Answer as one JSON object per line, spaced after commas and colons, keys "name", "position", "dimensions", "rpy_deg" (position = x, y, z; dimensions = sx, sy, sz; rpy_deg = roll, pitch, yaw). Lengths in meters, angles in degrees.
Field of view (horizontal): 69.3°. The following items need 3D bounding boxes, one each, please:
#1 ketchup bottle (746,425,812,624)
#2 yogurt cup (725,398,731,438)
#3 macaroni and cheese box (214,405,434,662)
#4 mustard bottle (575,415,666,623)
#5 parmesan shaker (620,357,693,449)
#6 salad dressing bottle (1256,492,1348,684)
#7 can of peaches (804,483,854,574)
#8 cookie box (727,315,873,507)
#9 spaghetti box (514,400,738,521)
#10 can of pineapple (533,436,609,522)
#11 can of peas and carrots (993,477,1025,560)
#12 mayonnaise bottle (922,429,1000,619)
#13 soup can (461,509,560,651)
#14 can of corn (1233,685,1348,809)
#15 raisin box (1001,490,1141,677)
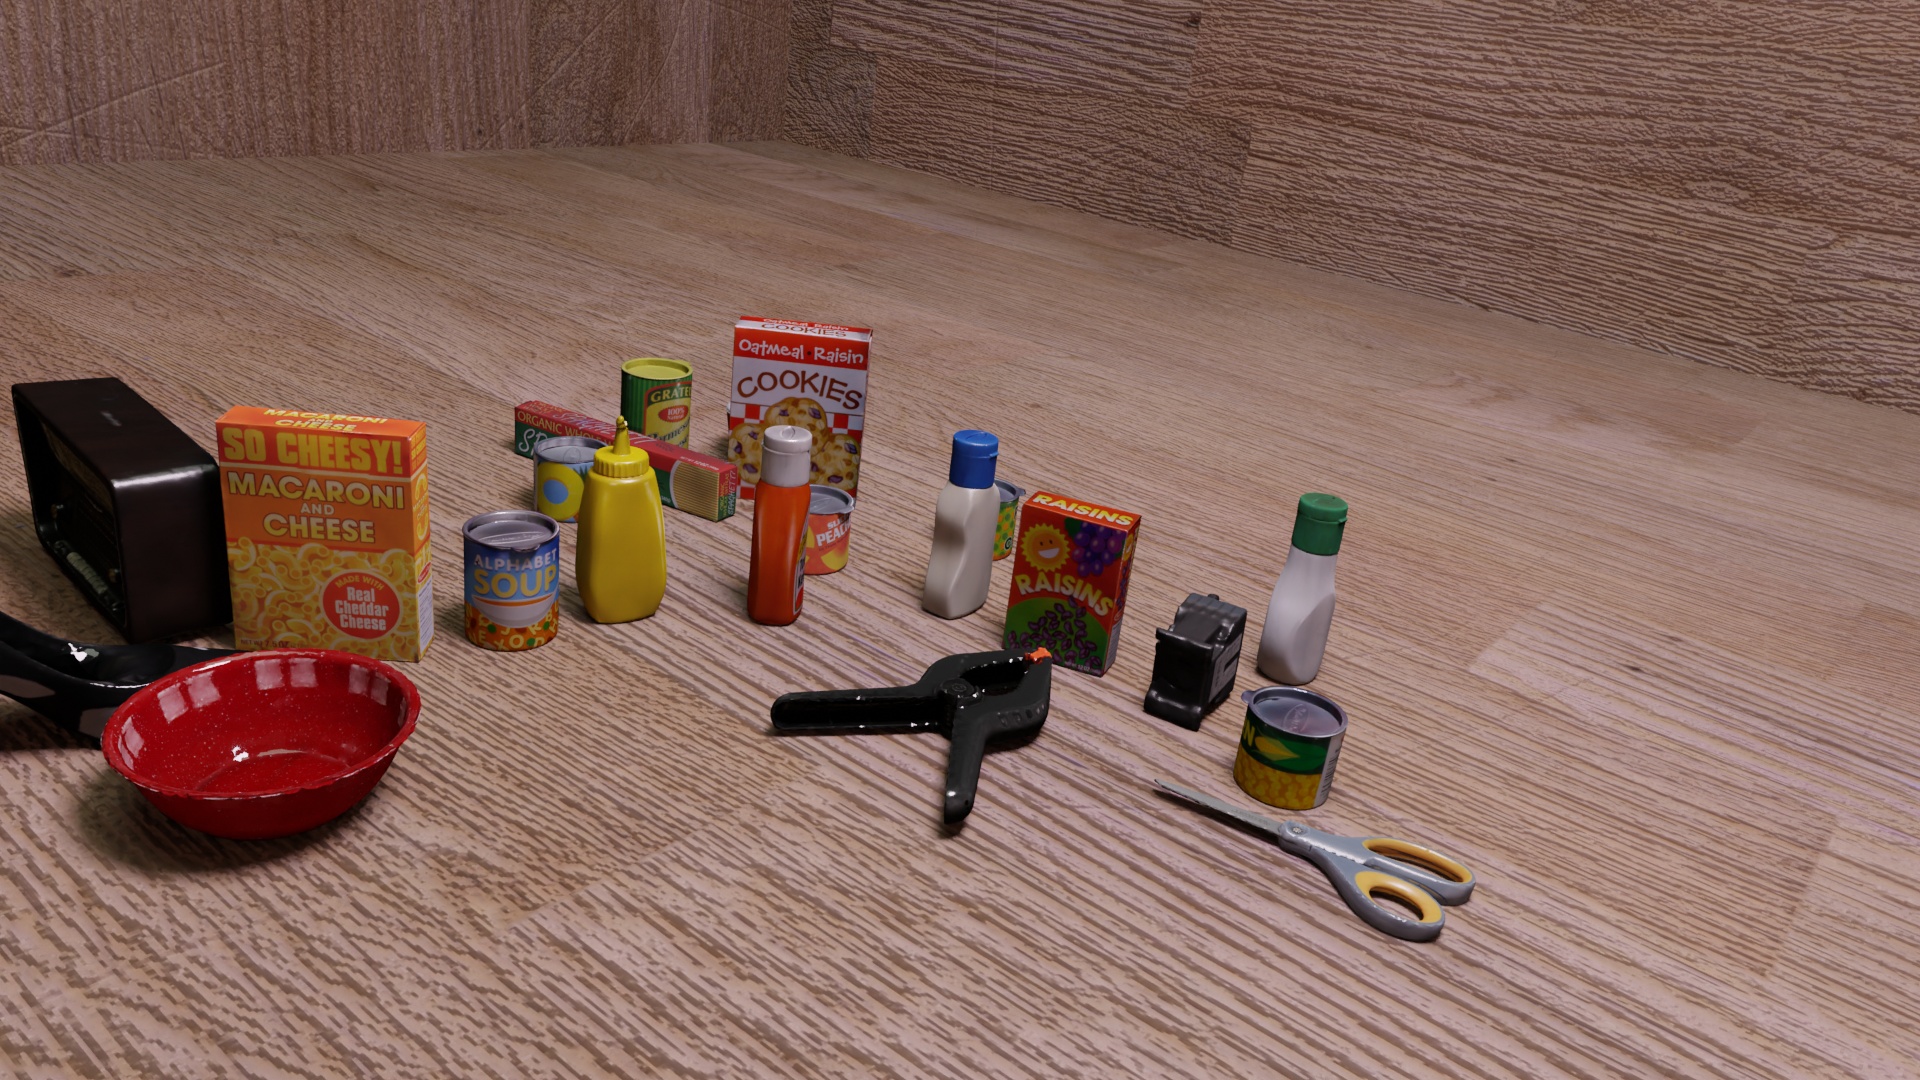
{"name": "ketchup bottle", "position": [-0.138, -0.013, 1.068], "dimensions": [0.043, 0.148, 0.065], "rpy_deg": [5, 23, -4]}
{"name": "yogurt cup", "position": [-0.202, -0.108, 1.395], "dimensions": [0.072, 0.053, 0.073], "rpy_deg": [6, 23, -2]}
{"name": "macaroni and cheese box", "position": [-0.426, -0.003, 0.938], "dimensions": [0.124, 0.165, 0.040], "rpy_deg": [5, 23, -6]}
{"name": "mustard bottle", "position": [-0.252, -0.019, 1.032], "dimensions": [0.065, 0.159, 0.049], "rpy_deg": [-8, 27, -32]}
{"name": "parmesan shaker", "position": [-0.289, -0.116, 1.325], "dimensions": [0.071, 0.102, 0.071], "rpy_deg": [6, 23, -2]}
{"name": "salad dressing bottle", "position": [0.265, 0.037, 1.069], "dimensions": [0.044, 0.147, 0.064], "rpy_deg": [26, 29, 38]}
{"name": "can of peaches", "position": [-0.124, -0.009, 1.178], "dimensions": [0.071, 0.057, 0.071], "rpy_deg": [6, 23, -2]}
{"name": "cookie box", "position": [-0.150, -0.118, 1.287], "dimensions": [0.123, 0.166, 0.040], "rpy_deg": [6, 22, -3]}
{"name": "spaghetti box", "position": [-0.315, -0.076, 1.291], "dimensions": [0.250, 0.050, 0.029], "rpy_deg": [18, 25, 24]}
{"name": "can of pineapple", "position": [-0.340, -0.054, 1.221], "dimensions": [0.071, 0.057, 0.071], "rpy_deg": [6, 23, -2]}
{"name": "can of peas and carrots", "position": [0.020, -0.020, 1.247], "dimensions": [0.071, 0.058, 0.071], "rpy_deg": [6, 23, -2]}
{"name": "mayonnaise bottle", "position": [0.004, -0.014, 1.112], "dimensions": [0.041, 0.147, 0.065], "rpy_deg": [20, 26, 28]}
{"name": "soup can", "position": [-0.321, 0.030, 0.996], "dimensions": [0.071, 0.083, 0.071], "rpy_deg": [6, 23, -2]}
{"name": "can of corn", "position": [0.218, 0.138, 0.932], "dimensions": [0.071, 0.058, 0.071], "rpy_deg": [6, 23, -2]}
{"name": "raisin box", "position": [0.084, 0.032, 1.058], "dimensions": [0.086, 0.122, 0.040], "rpy_deg": [15, 24, 19]}
